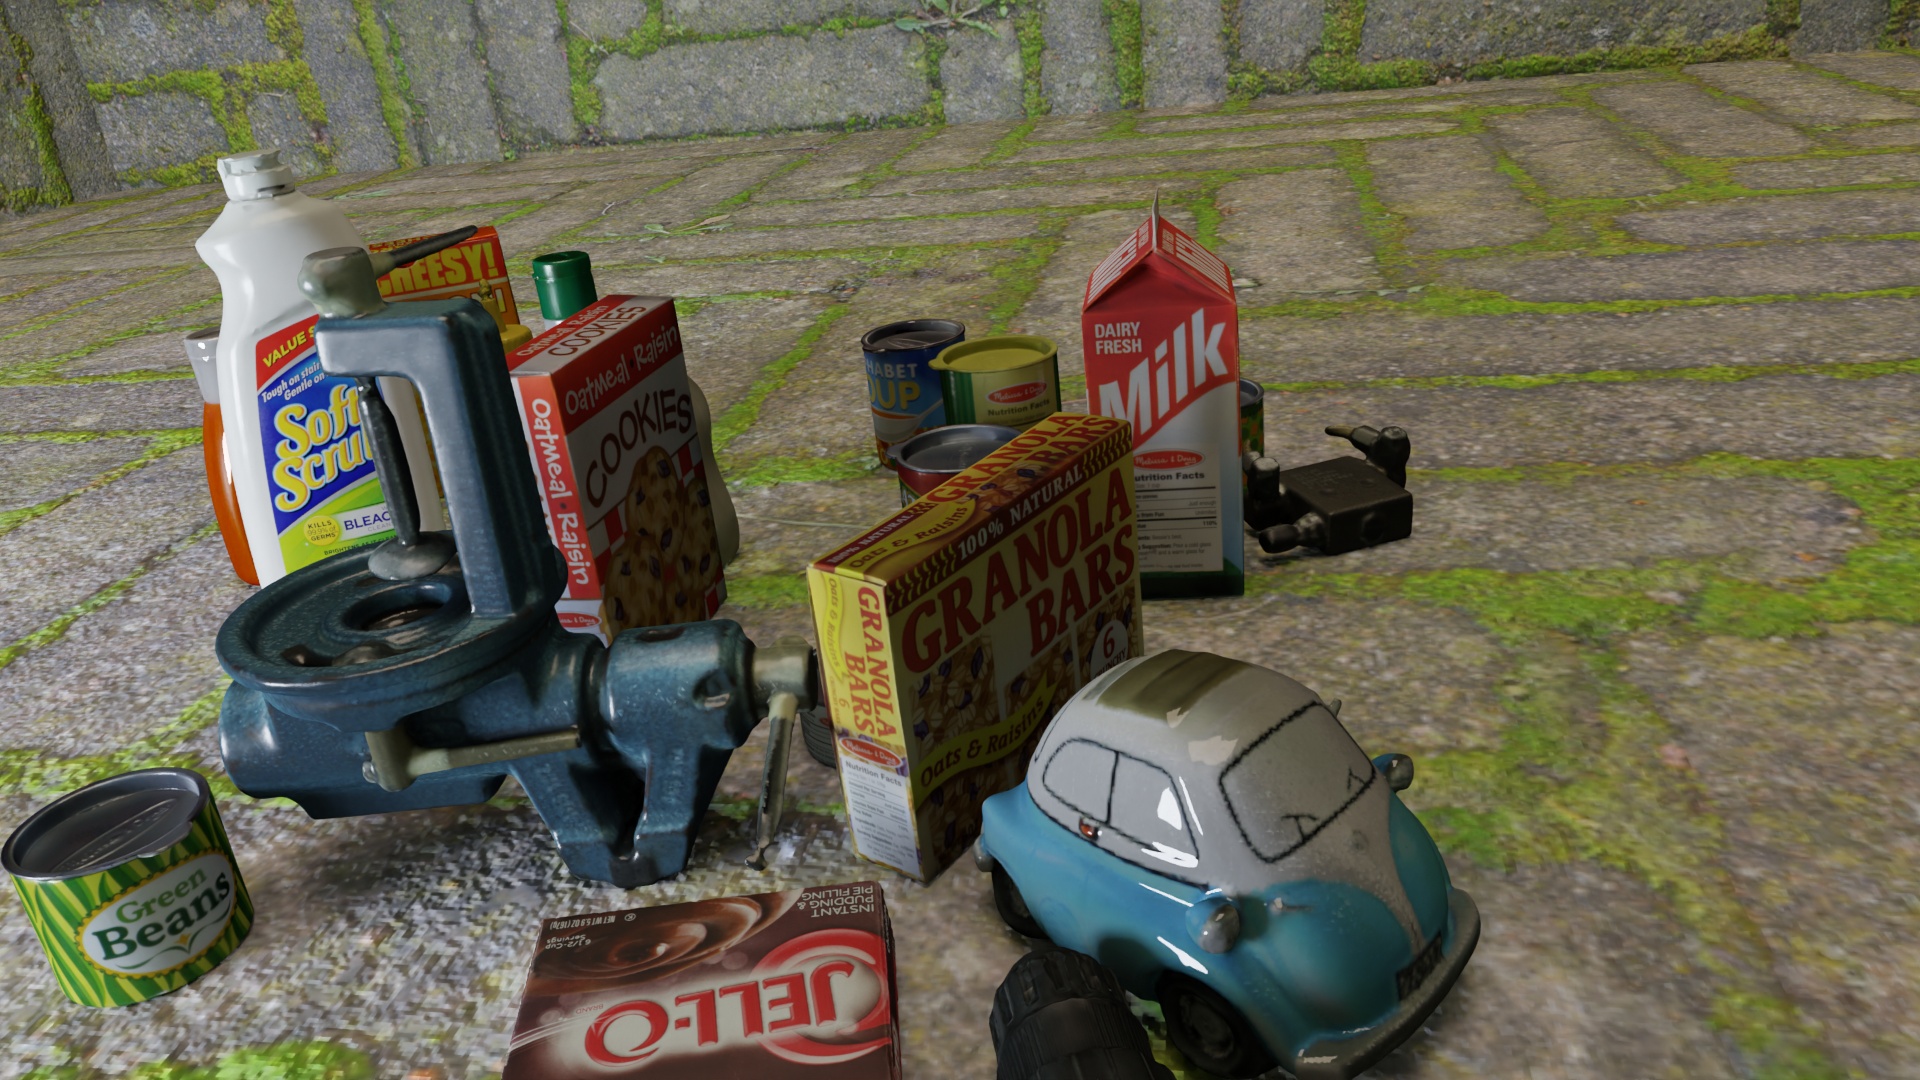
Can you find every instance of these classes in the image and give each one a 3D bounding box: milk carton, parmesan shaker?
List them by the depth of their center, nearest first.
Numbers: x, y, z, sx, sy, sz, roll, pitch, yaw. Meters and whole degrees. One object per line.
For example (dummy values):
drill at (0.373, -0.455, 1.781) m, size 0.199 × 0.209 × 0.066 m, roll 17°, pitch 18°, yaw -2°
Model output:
milk carton at (0.100, -0.071, 0.681) m, size 0.073 × 0.189 × 0.073 m, roll -2°, pitch 24°, yaw 9°
parmesan shaker at (0.022, -0.055, 0.772) m, size 0.071 × 0.102 × 0.071 m, roll -5°, pitch 24°, yaw 2°

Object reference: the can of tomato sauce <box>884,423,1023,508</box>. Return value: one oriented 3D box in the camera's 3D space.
can of tomato sauce at (0.002, -0.009, 0.697) m, size 0.071 × 0.082 × 0.071 m, roll -5°, pitch 24°, yaw 2°

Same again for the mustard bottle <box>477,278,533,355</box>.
mustard bottle at (-0.261, -0.073, 0.812) m, size 0.049 × 0.159 × 0.065 m, roll 12°, pitch 29°, yaw 36°

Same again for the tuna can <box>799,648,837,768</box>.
tuna can at (-0.035, 0.067, 0.598) m, size 0.071 × 0.032 × 0.071 m, roll -5°, pitch 24°, yaw 2°

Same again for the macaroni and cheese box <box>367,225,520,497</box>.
macaroni and cheese box at (-0.349, -0.113, 0.916) m, size 0.124 × 0.165 × 0.040 m, roll -14°, pitch 25°, yaw -17°

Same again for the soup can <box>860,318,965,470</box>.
soup can at (-0.028, -0.093, 0.892) m, size 0.071 × 0.083 × 0.071 m, roll -5°, pitch 24°, yaw 2°

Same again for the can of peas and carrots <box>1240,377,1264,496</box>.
can of peas and carrots at (0.140, -0.058, 0.803) m, size 0.071 × 0.058 × 0.071 m, roll -5°, pitch 24°, yaw 2°

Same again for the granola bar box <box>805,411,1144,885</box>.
granola bar box at (0.014, 0.035, 0.546) m, size 0.039 × 0.123 × 0.166 m, roll 11°, pitch 29°, yaw 34°

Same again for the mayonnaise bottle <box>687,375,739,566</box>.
mayonnaise bottle at (-0.164, -0.055, 0.762) m, size 0.065 × 0.147 × 0.041 m, roll 2°, pitch 25°, yaw 19°

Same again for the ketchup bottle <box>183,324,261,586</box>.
ketchup bottle at (-0.411, -0.051, 0.814) m, size 0.043 × 0.148 × 0.065 m, roll 10°, pitch 28°, yaw 33°

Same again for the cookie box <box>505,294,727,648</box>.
cookie box at (-0.164, -0.020, 0.660) m, size 0.040 × 0.166 × 0.123 m, roll 0°, pitch 24°, yaw 14°

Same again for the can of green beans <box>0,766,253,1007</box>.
can of green beans at (-0.299, 0.125, 0.503) m, size 0.071 × 0.057 × 0.071 m, roll -5°, pitch 24°, yaw 2°

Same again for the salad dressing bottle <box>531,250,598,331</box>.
salad dressing bottle at (-0.250, -0.116, 0.920) m, size 0.044 × 0.147 × 0.064 m, roll -17°, pitch 25°, yaw -22°
